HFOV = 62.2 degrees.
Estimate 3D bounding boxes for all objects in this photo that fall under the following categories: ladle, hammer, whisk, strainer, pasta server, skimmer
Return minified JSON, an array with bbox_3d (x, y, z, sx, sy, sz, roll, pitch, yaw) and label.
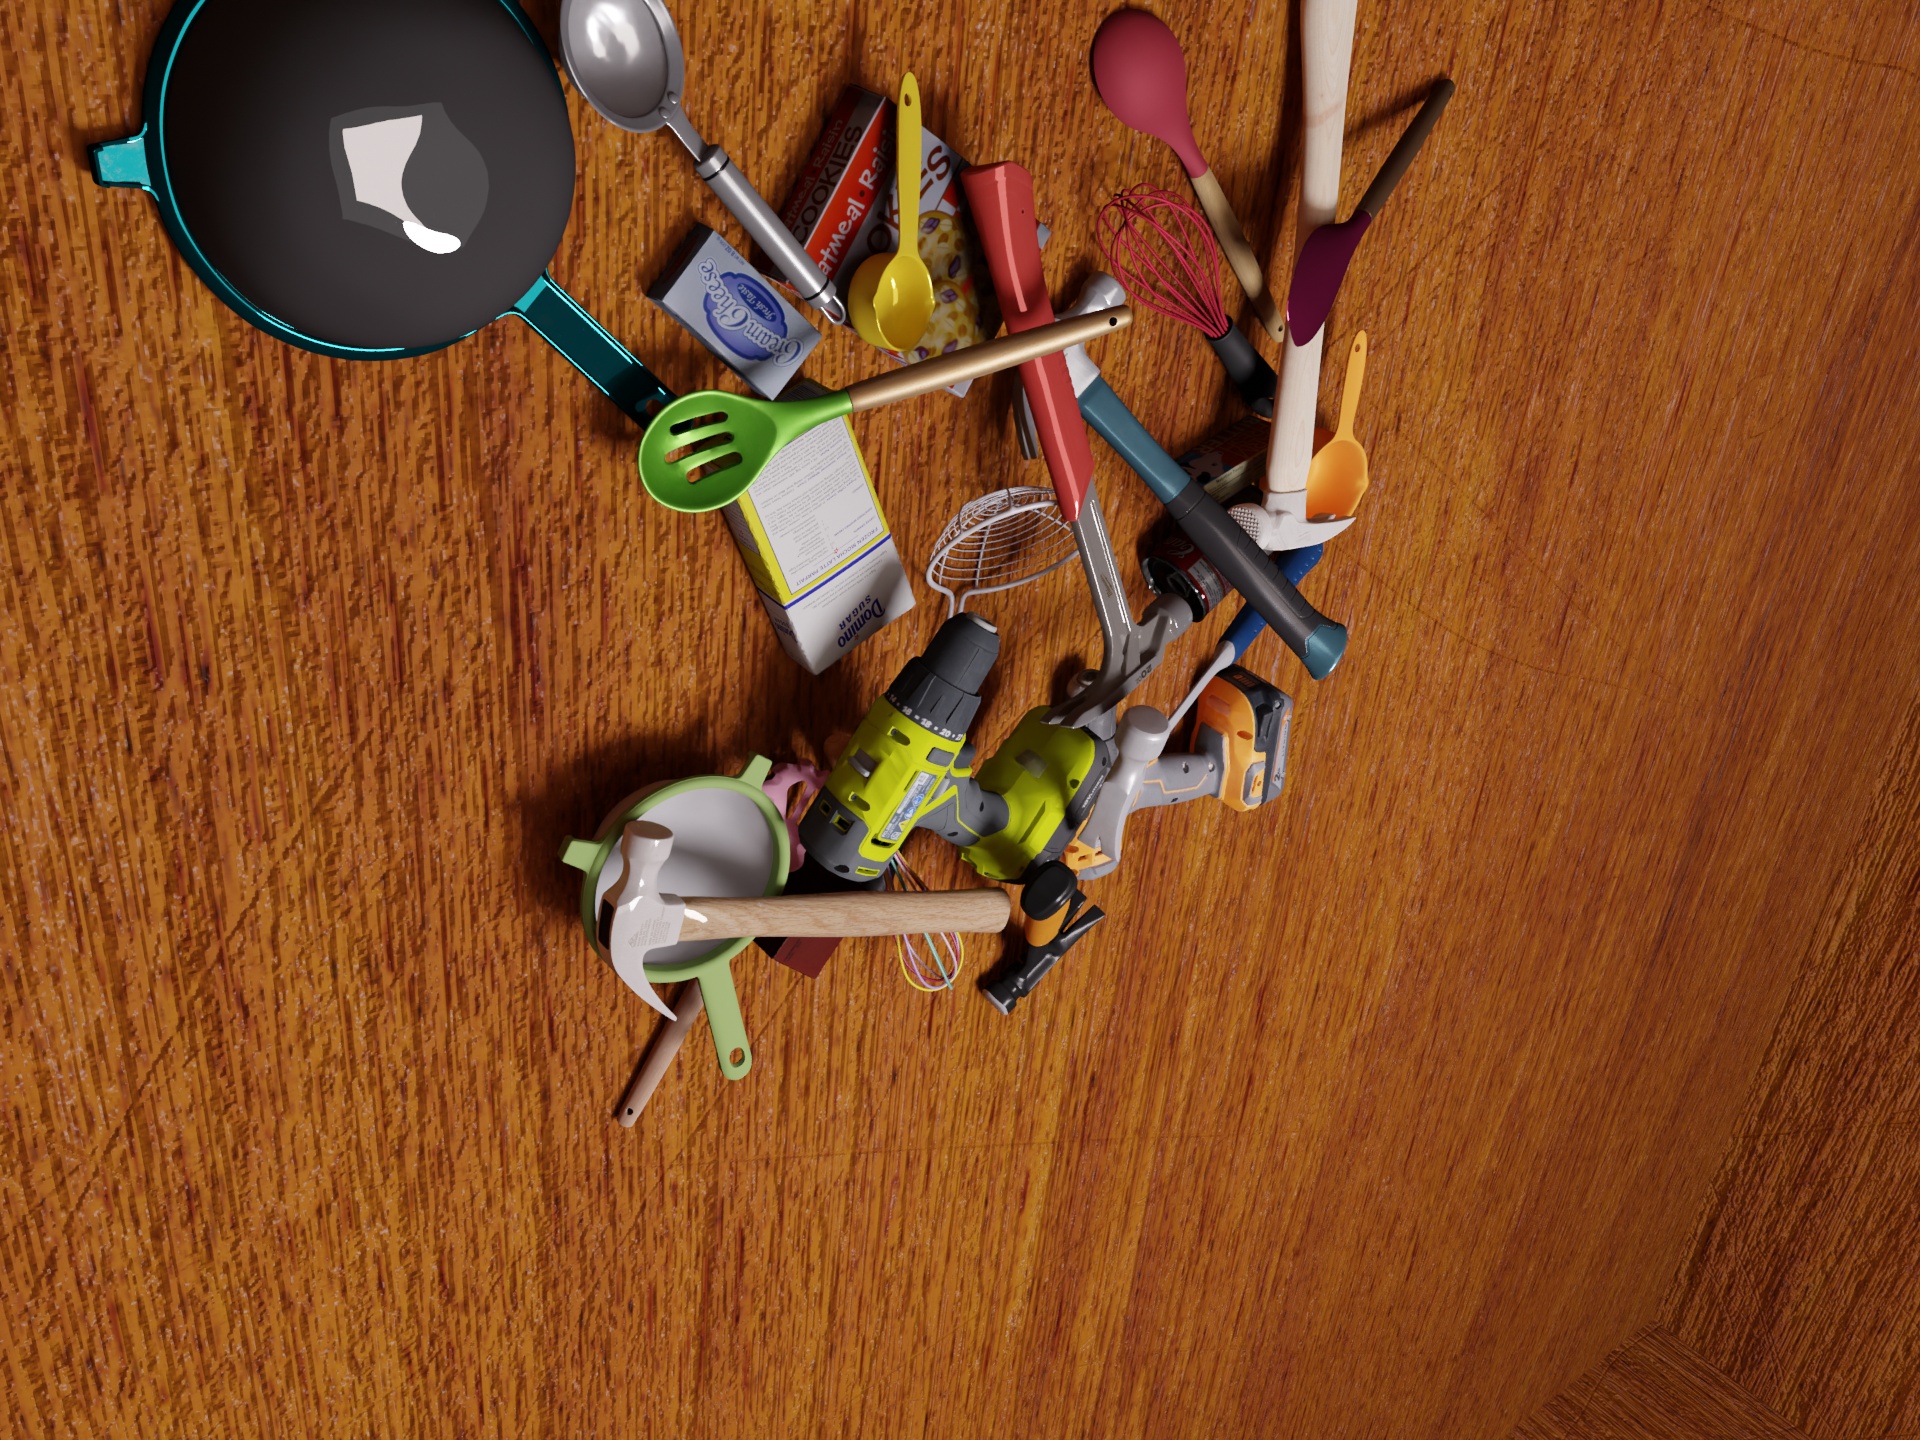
[{"bbox_3d":[0.178,-0.376,1.142,0.069,0.031,0.315,-51,139,-5],"label":"ladle"},{"bbox_3d":[0.071,0.157,1.247,0.127,0.034,0.336,-45,167,-12],"label":"hammer"},{"bbox_3d":[0.265,-0.334,1.185,0.146,0.038,0.410,-14,113,-45],"label":"hammer"},{"bbox_3d":[0.181,-0.299,1.169,0.073,0.073,0.295,-56,142,1],"label":"whisk"},{"bbox_3d":[-0.188,0.139,1.094,0.151,0.069,0.256,-26,127,-26],"label":"strainer"},{"bbox_3d":[0.061,-0.177,1.029,0.149,0.037,0.358,-39,123,-35],"label":"hammer"},{"bbox_3d":[-0.051,0.112,1.179,0.047,0.051,0.244,-18,121,8],"label":"whisk"},{"bbox_3d":[0.198,-0.042,1.238,0.405,0.035,0.144,-46,160,-46],"label":"hammer"},{"bbox_3d":[0.166,-0.156,1.142,0.330,0.033,0.128,44,86,-15],"label":"hammer"},{"bbox_3d":[-0.096,0.136,1.096,0.331,0.031,0.130,5,108,-40],"label":"hammer"},{"bbox_3d":[-0.174,0.165,1.152,0.316,0.060,0.040,-60,178,9],"label":"pasta server"},{"bbox_3d":[-0.002,-0.004,1.161,0.127,0.090,0.363,-1,115,-44],"label":"skimmer"},{"bbox_3d":[-0.143,-0.308,0.863,0.258,0.050,0.087,46,54,-37],"label":"strainer"},{"bbox_3d":[-0.235,-0.237,0.809,0.211,0.095,0.340,-52,136,-4],"label":"strainer"}]

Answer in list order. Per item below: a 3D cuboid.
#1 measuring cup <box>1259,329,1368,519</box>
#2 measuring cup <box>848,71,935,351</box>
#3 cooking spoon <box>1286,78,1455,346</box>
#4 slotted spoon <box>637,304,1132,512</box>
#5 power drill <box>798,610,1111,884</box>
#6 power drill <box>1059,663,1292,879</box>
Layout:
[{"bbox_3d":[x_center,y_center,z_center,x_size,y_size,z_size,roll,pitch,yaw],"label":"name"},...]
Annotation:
[{"bbox_3d":[0.295,-0.239,1.310,0.095,0.052,0.173,-12,120,-36],"label":"measuring cup"},{"bbox_3d":[-0.041,-0.298,0.938,0.062,0.029,0.156,-18,115,-53],"label":"measuring cup"},{"bbox_3d":[0.307,-0.387,1.176,0.319,0.017,0.068,-56,141,-29],"label":"cooking spoon"},{"bbox_3d":[-0.042,-0.197,0.949,0.313,0.031,0.070,-20,117,-9],"label":"slotted spoon"},{"bbox_3d":[0.009,0.028,1.111,0.228,0.080,0.190,18,107,-54],"label":"power drill"},{"bbox_3d":[0.171,0.020,1.341,0.226,0.084,0.185,-19,125,-27],"label":"power drill"}]
